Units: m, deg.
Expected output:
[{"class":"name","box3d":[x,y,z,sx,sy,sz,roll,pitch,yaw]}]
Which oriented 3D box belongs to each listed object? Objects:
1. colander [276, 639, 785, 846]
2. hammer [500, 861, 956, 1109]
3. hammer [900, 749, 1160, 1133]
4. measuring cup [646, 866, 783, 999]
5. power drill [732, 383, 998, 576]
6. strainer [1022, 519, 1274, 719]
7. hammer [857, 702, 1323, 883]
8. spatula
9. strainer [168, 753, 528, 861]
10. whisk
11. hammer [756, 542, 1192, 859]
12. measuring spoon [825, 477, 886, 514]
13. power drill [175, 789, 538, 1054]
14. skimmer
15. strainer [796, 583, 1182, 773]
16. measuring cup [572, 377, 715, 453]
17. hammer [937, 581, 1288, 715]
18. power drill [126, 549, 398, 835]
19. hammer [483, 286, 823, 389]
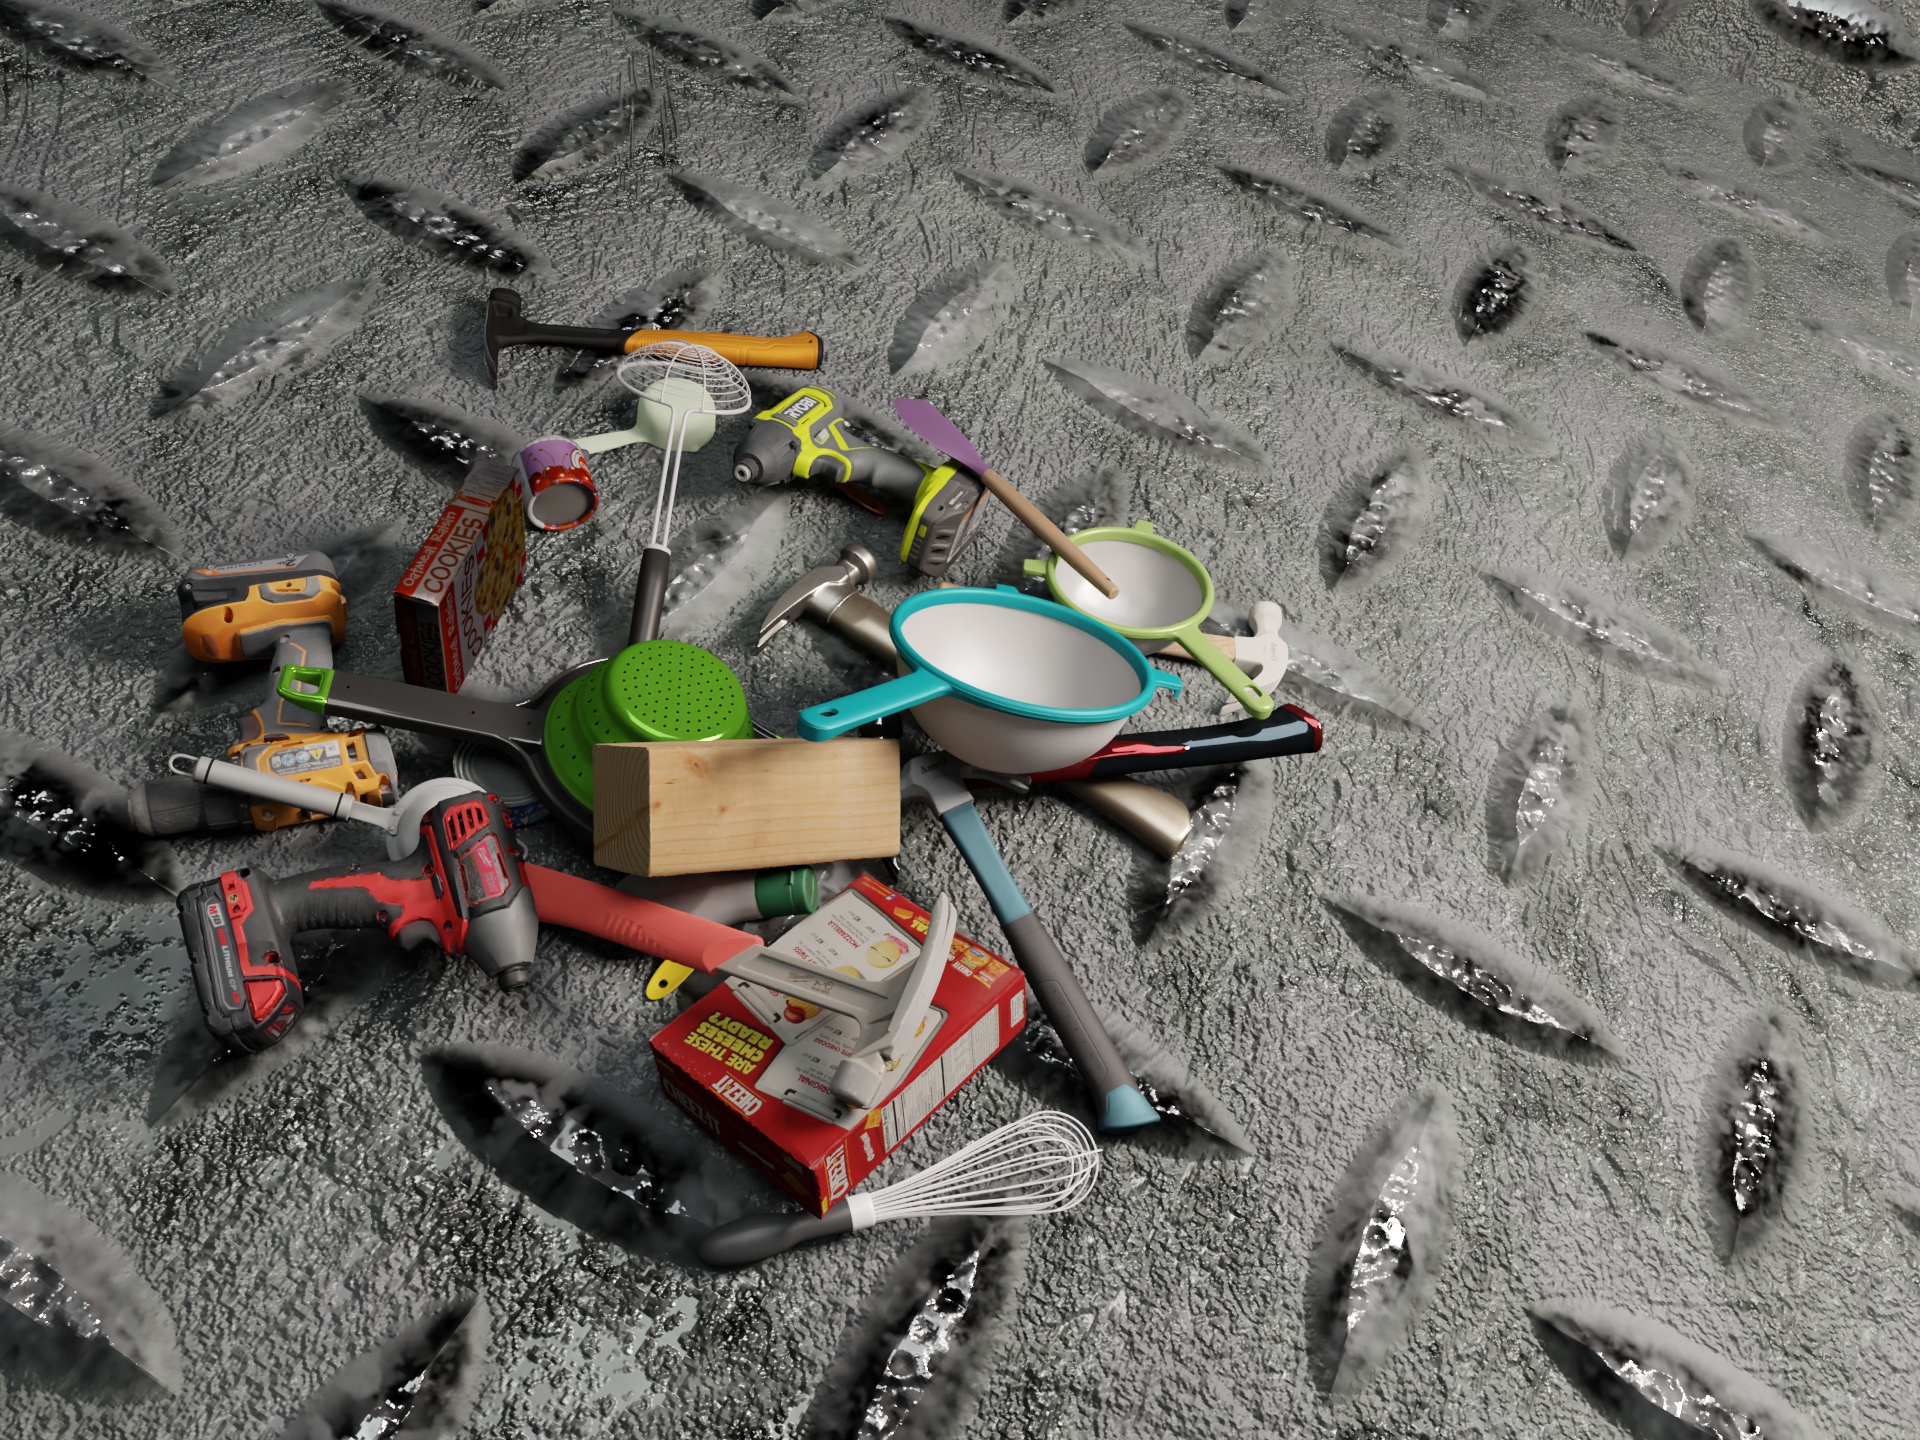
[{"class":"colander","box3d":[-0.307,-0.012,1.214,0.397,0.094,0.205,12,45,-19]},{"class":"hammer","box3d":[-0.183,0.146,1.113,0.359,0.036,0.149,14,64,25]},{"class":"hammer","box3d":[0.049,0.165,1.210,0.128,0.033,0.331,-25,70,-15]},{"class":"measuring cup","box3d":[-0.180,0.158,1.209,0.062,0.029,0.156,34,64,19]},{"class":"power drill","box3d":[-0.093,-0.226,1.485,0.223,0.080,0.171,26,36,7]},{"class":"strainer","box3d":[0.176,-0.070,1.392,0.151,0.069,0.257,-22,53,-30]},{"class":"hammer","box3d":[0.114,0.044,1.312,0.386,0.038,0.143,-5,64,-8]},{"class":"spatula","box3d":[0.038,-0.207,1.440,0.059,0.018,0.316,-10,47,-43]},{"class":"strainer","box3d":[-0.443,0.067,1.162,0.258,0.050,0.087,17,83,-18]},{"class":"whisk","box3d":[-0.037,0.327,1.083,0.284,0.070,0.070,-10,54,-14]},{"class":"hammer","box3d":[0.016,-0.004,1.374,0.411,0.038,0.146,35,54,15]},{"class":"measuring spoon","box3d":[-0.120,-0.230,1.545,0.117,0.011,0.021,36,40,12]},{"class":"power drill","box3d":[-0.405,0.145,1.095,0.219,0.078,0.143,-18,73,-16]},{"class":"skimmer","box3d":[-0.268,-0.194,1.439,0.127,0.090,0.364,10,67,-14]},{"class":"strainer","box3d":[-0.002,-0.004,1.198,0.211,0.095,0.340,32,33,30]},{"class":"measuring cup","box3d":[-0.313,-0.287,1.525,0.167,0.038,0.083,-21,59,-29]},{"class":"hammer","box3d":[0.140,-0.081,1.468,0.331,0.031,0.130,10,49,-5]},{"class":"power drill","box3d":[-0.547,-0.014,1.225,0.185,0.084,0.226,-12,60,-22]},{"class":"hammer","box3d":[-0.306,-0.377,1.604,0.336,0.034,0.127,1,50,-13]}]
